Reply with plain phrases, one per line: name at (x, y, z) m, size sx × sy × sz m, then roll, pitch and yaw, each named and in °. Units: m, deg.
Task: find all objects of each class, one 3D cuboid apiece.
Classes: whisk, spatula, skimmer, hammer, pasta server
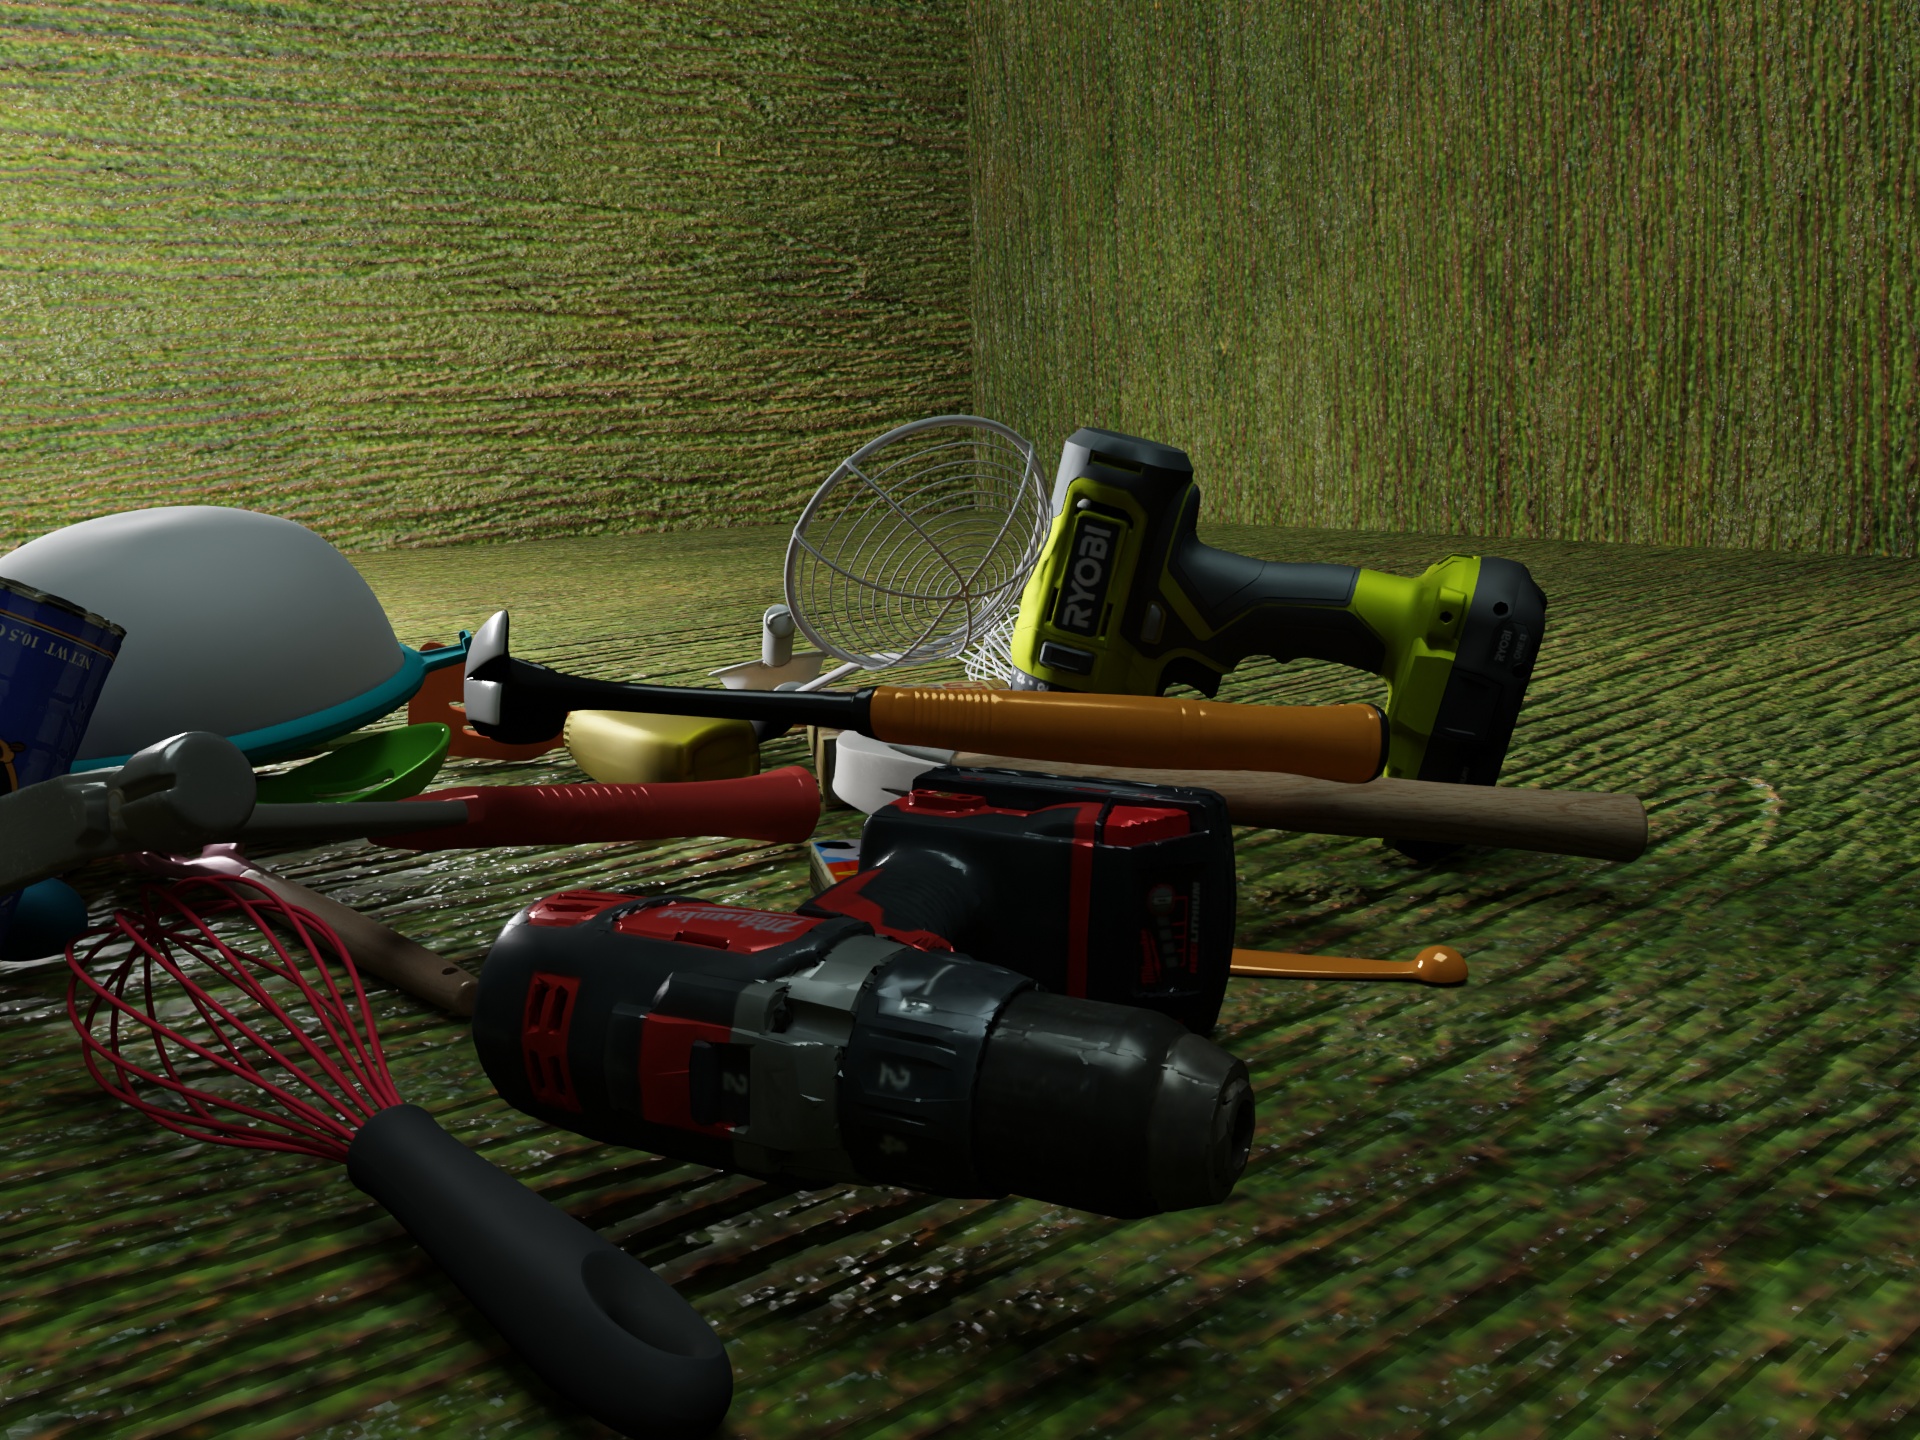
whisk at (-0.154, 0.101, 0.404) m, size 0.296 × 0.073 × 0.073 m, roll 17°, pitch 20°, yaw 42°
spatula at (-0.173, -0.008, 0.991) m, size 0.322 × 0.081 × 0.041 m, roll -2°, pitch 38°, yaw -28°
skimmer at (-0.072, -0.051, 0.807) m, size 0.127 × 0.090 × 0.363 m, roll -12°, pitch -5°, yaw -27°
hammer at (-0.183, 0.039, 0.612) m, size 0.149 × 0.037 × 0.359 m, roll -16°, pitch -10°, yaw 30°
hammer at (0.110, 0.031, 0.659) m, size 0.331 × 0.031 × 0.130 m, roll 5°, pitch 10°, yaw 7°
hammer at (-0.001, -0.002, 0.566) m, size 0.336 × 0.034 × 0.127 m, roll 4°, pitch -5°, yaw -14°
pasta server at (-0.278, 0.065, 0.645) m, size 0.316 × 0.040 × 0.060 m, roll 11°, pitch 25°, yaw 44°
whisk at (0.043, -0.029, 1.065) m, size 0.070 × 0.070 × 0.285 m, roll -3°, pitch 16°, yaw -9°

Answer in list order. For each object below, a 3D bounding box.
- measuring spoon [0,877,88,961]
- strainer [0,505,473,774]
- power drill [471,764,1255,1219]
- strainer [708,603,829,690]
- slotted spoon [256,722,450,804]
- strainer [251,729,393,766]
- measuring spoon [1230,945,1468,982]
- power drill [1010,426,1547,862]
measuring spoon at (-0.401, 0.072, 0.598) m, size 0.128 × 0.021 × 0.042 m, roll 2°, pitch 32°, yaw -26°
strainer at (-0.415, -0.049, 0.738) m, size 0.340 × 0.095 × 0.211 m, roll 4°, pitch 20°, yaw 22°
power drill at (0.010, 0.069, 0.435) m, size 0.188 × 0.080 × 0.226 m, roll 5°, pitch 7°, yaw 27°
strainer at (-0.120, -0.040, 1.028) m, size 0.087 × 0.050 × 0.258 m, roll -11°, pitch -7°, yaw -9°
slotted spoon at (-0.365, 0.044, 0.638) m, size 0.313 × 0.031 × 0.070 m, roll -10°, pitch 21°, yaw -18°
strainer at (-0.398, -0.011, 0.913) m, size 0.151 × 0.069 × 0.256 m, roll -9°, pitch -2°, yaw 36°
measuring spoon at (0.122, 0.084, 0.573) m, size 0.117 × 0.011 × 0.021 m, roll 1°, pitch 11°, yaw 12°
power drill at (0.133, -0.018, 0.735) m, size 0.228 × 0.190 × 0.080 m, roll 16°, pitch 15°, yaw 13°
